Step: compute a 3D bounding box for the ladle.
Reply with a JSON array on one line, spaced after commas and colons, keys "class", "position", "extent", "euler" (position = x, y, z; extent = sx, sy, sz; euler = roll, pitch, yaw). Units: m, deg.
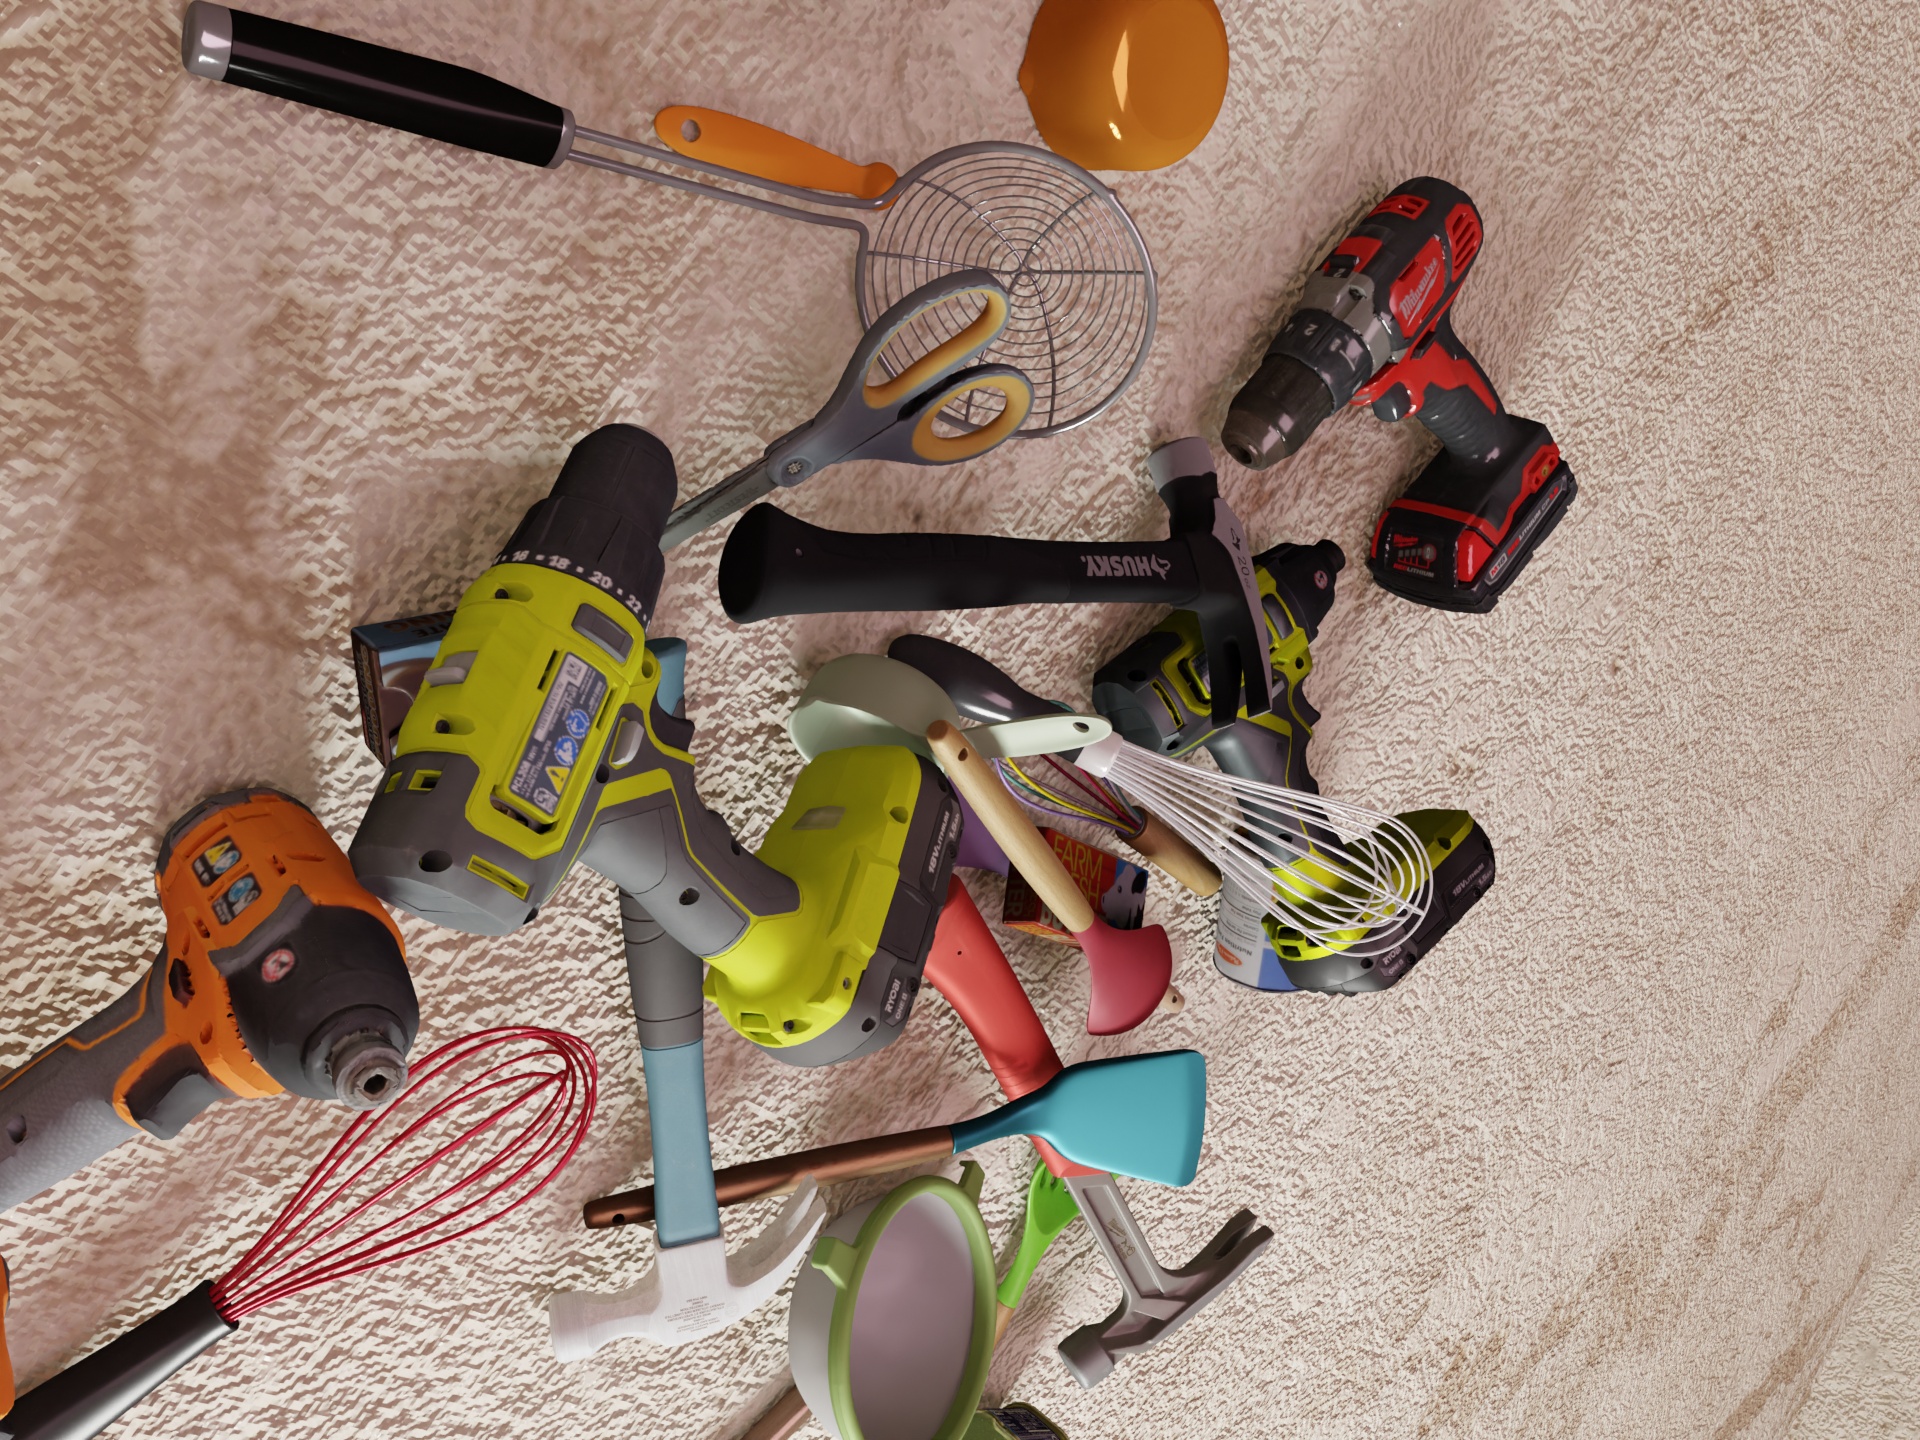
[{"class": "ladle", "position": [0.048, 0.081, 0.748], "extent": [0.069, 0.031, 0.315], "euler": [-53, 144, -13]}]

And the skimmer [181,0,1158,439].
[{"class": "skimmer", "position": [-0.084, -0.183, 0.587], "extent": [0.363, 0.090, 0.127], "euler": [3, 138, -38]}]

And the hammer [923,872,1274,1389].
[{"class": "hammer", "position": [0.063, 0.220, 0.885], "extent": [0.149, 0.037, 0.358], "euler": [-34, 120, -14]}]

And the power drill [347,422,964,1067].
[{"class": "power drill", "position": [-0.099, 0.017, 0.608], "extent": [0.228, 0.080, 0.191], "euler": [41, 56, -41]}]

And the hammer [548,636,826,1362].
[{"class": "hammer", "position": [-0.129, 0.127, 0.698], "extent": [0.128, 0.033, 0.331], "euler": [-7, 108, -17]}]

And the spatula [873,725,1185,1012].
[{"class": "spatula", "position": [0.046, 0.090, 0.862], "extent": [0.315, 0.018, 0.060], "euler": [44, 70, -41]}]

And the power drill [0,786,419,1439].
[{"class": "power drill", "position": [-0.277, 0.134, 0.510], "extent": [0.226, 0.164, 0.084], "euler": [-44, 131, -15]}]

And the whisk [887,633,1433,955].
[{"class": "whisk", "position": [0.094, 0.027, 0.752], "extent": [0.284, 0.070, 0.070], "euler": [27, 90, -1]}]

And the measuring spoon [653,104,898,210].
[{"class": "measuring spoon", "position": [-0.069, -0.224, 0.635], "extent": [0.116, 0.011, 0.021], "euler": [1, 107, -41]}]

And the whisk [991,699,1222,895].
[{"class": "whisk", "position": [0.082, 0.044, 0.860], "extent": [0.051, 0.047, 0.244], "euler": [-50, 137, 4]}]

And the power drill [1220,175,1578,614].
[{"class": "power drill", "position": [0.243, -0.158, 0.886], "extent": [0.188, 0.080, 0.226], "euler": [-50, 129, -13]}]

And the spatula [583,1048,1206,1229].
[{"class": "spatula", "position": [-0.026, 0.218, 0.792], "extent": [0.317, 0.044, 0.082], "euler": [-6, 110, -23]}]

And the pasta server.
[{"class": "pasta server", "position": [-0.130, 0.415, 0.837], "extent": [0.316, 0.040, 0.060], "euler": [-40, 141, -22]}]

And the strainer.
[{"class": "strainer", "position": [-0.042, 0.367, 0.837], "extent": [0.151, 0.069, 0.256], "euler": [-5, 93, -59]}]

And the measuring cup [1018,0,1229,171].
[{"class": "measuring cup", "position": [0.076, -0.326, 0.687], "extent": [0.095, 0.052, 0.173], "euler": [-21, 122, -32]}]

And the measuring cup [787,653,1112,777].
[{"class": "measuring cup", "position": [-0.001, -0.002, 0.688], "extent": [0.083, 0.167, 0.038], "euler": [50, 49, -35]}]

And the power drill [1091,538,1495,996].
[{"class": "power drill", "position": [0.191, 0.022, 0.870], "extent": [0.171, 0.080, 0.223], "euler": [-37, 101, -24]}]

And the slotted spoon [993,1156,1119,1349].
[{"class": "slotted spoon", "position": [0.012, 0.366, 0.944], "extent": [0.070, 0.031, 0.314], "euler": [30, 89, -42]}]

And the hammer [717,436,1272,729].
[{"class": "hammer", "position": [0.031, -0.059, 0.691], "extent": [0.334, 0.035, 0.146], "euler": [-6, 77, -48]}]

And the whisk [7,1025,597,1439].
[{"class": "whisk", "position": [-0.272, 0.216, 0.623], "extent": [0.296, 0.073, 0.073], "euler": [-34, 127, -16]}]
